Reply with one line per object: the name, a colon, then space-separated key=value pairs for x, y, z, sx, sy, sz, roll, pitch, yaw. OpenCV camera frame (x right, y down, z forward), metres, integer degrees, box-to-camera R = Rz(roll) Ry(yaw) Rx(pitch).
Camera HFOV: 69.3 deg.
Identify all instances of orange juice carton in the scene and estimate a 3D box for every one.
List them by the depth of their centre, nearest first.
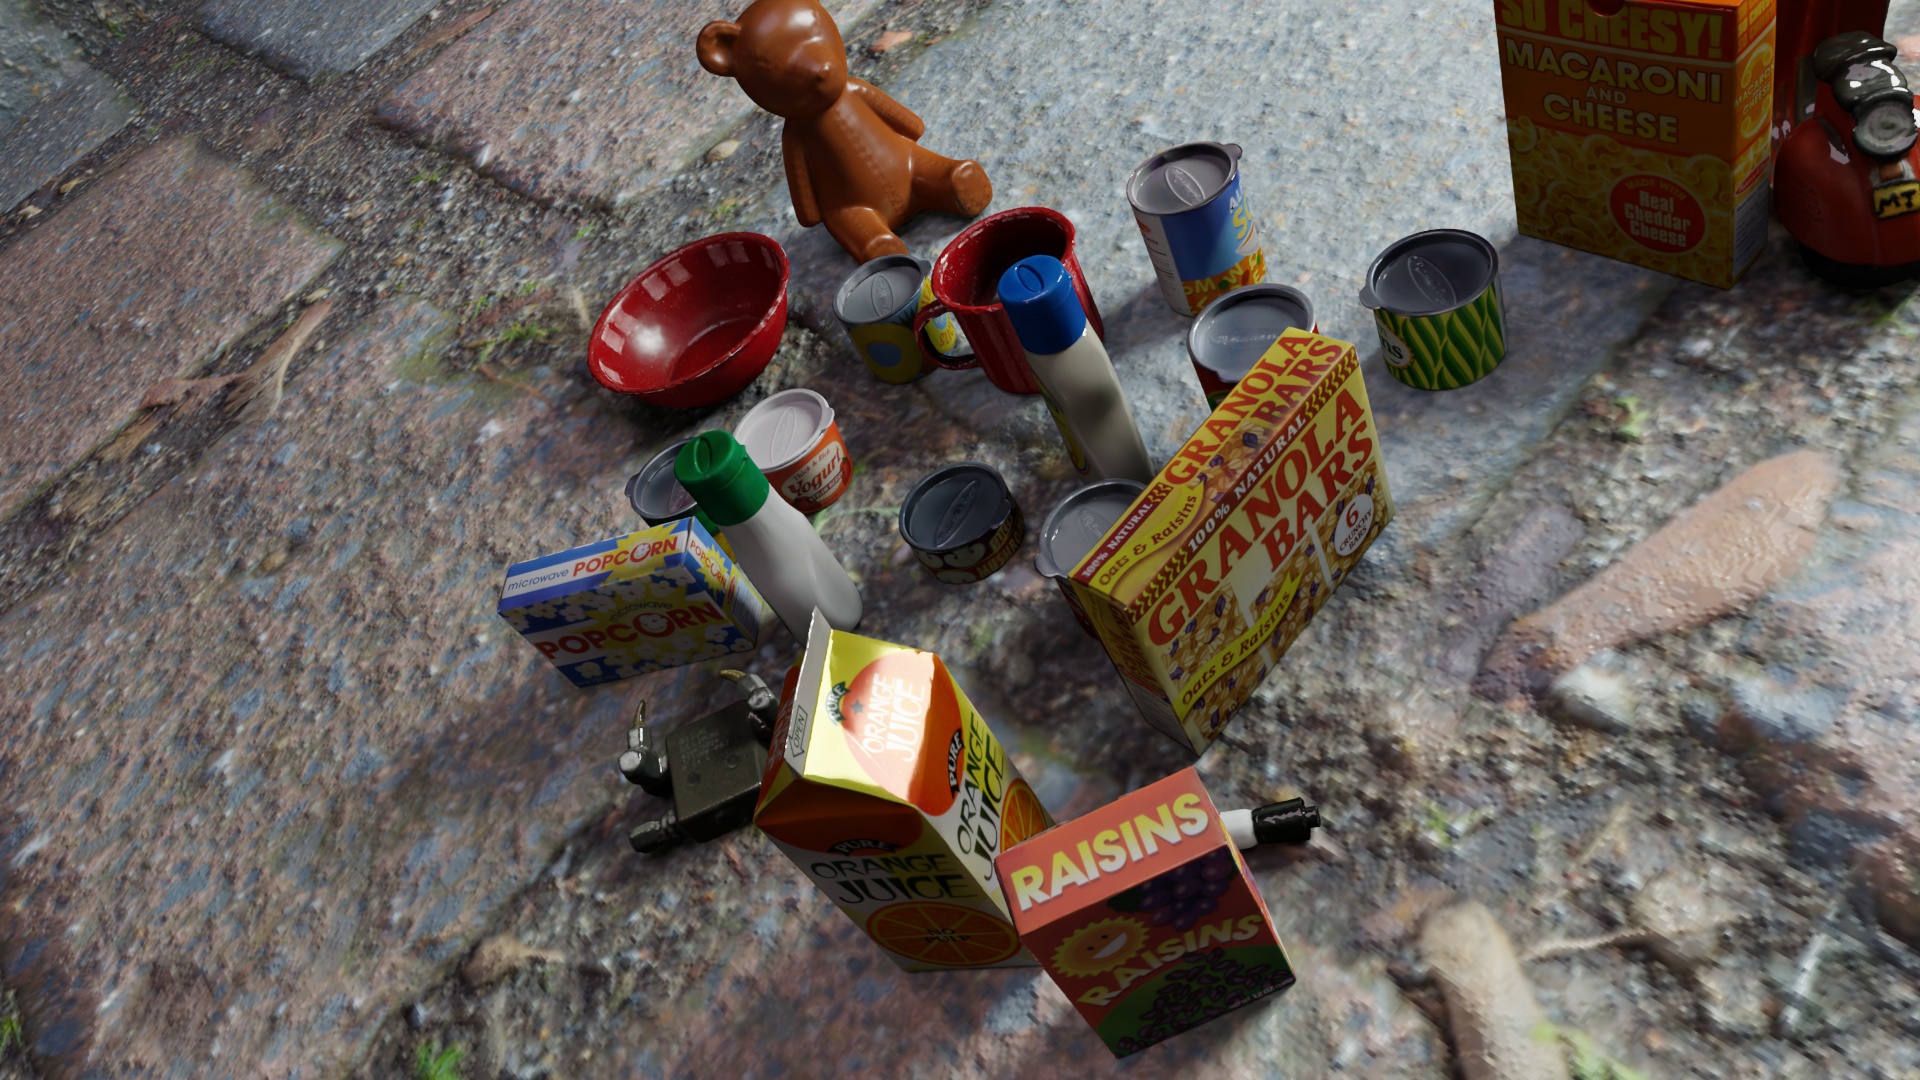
orange juice carton: x=-0.025 y=0.110 z=0.587 sx=0.073 sy=0.192 sz=0.072 roll=-10 pitch=48 yaw=21

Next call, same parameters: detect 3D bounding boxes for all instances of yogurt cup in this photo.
yogurt cup: x=-0.103 y=-0.053 z=0.871 sx=0.072 sy=0.053 sz=0.073 roll=-15 pitch=46 yaw=16

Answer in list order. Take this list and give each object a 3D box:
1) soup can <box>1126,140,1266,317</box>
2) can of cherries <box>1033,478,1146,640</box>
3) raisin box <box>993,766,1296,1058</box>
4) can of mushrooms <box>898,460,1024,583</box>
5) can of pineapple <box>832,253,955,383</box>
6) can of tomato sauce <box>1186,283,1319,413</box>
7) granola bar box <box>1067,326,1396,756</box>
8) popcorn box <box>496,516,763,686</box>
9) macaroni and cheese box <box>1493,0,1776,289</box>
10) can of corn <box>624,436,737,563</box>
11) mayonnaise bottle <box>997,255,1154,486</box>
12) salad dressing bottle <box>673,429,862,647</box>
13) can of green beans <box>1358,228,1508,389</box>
soup can: x=0.146 y=-0.188 z=0.838 sx=0.071 sy=0.083 sz=0.072 roll=-15 pitch=46 yaw=16
can of cherries: x=0.078 y=0.012 z=0.714 sx=0.071 sy=0.058 sz=0.072 roll=-15 pitch=46 yaw=16
raisin box: x=0.076 y=0.149 z=0.548 sx=0.086 sy=0.123 sz=0.040 roll=-25 pitch=44 yaw=6
can of mushrooms: x=0.003 y=-0.010 z=0.792 sx=0.071 sy=0.033 sz=0.071 roll=-15 pitch=46 yaw=16
can of pineapple: x=-0.041 y=-0.146 z=0.919 sx=0.071 sy=0.057 sz=0.071 roll=-15 pitch=46 yaw=16
can of tomato sauce: x=0.163 y=-0.082 z=0.736 sx=0.071 sy=0.082 sz=0.071 roll=-15 pitch=46 yaw=16
granola bar box: x=0.132 y=0.001 z=0.649 sx=0.039 sy=0.123 sz=0.166 roll=28 pitch=68 yaw=42
popcorn box: x=-0.193 y=0.038 z=0.815 sx=0.126 sy=0.085 sz=0.038 roll=-14 pitch=47 yaw=17
macaroni and cheese box: x=0.339 y=-0.214 z=0.701 sx=0.040 sy=0.165 sz=0.124 roll=-45 pitch=46 yaw=-14
can of corn: x=-0.166 y=-0.021 z=0.873 sx=0.071 sy=0.058 sz=0.071 roll=-15 pitch=46 yaw=16
mayonnaise bottle: x=0.061 y=-0.087 z=0.747 sx=0.041 sy=0.147 sz=0.065 roll=-31 pitch=44 yaw=0
salad dressing bottle: x=-0.103 y=0.000 z=0.757 sx=0.044 sy=0.147 sz=0.064 roll=-24 pitch=45 yaw=7
can of green beans: x=0.255 y=-0.123 z=0.742 sx=0.071 sy=0.057 sz=0.071 roll=-15 pitch=46 yaw=16
